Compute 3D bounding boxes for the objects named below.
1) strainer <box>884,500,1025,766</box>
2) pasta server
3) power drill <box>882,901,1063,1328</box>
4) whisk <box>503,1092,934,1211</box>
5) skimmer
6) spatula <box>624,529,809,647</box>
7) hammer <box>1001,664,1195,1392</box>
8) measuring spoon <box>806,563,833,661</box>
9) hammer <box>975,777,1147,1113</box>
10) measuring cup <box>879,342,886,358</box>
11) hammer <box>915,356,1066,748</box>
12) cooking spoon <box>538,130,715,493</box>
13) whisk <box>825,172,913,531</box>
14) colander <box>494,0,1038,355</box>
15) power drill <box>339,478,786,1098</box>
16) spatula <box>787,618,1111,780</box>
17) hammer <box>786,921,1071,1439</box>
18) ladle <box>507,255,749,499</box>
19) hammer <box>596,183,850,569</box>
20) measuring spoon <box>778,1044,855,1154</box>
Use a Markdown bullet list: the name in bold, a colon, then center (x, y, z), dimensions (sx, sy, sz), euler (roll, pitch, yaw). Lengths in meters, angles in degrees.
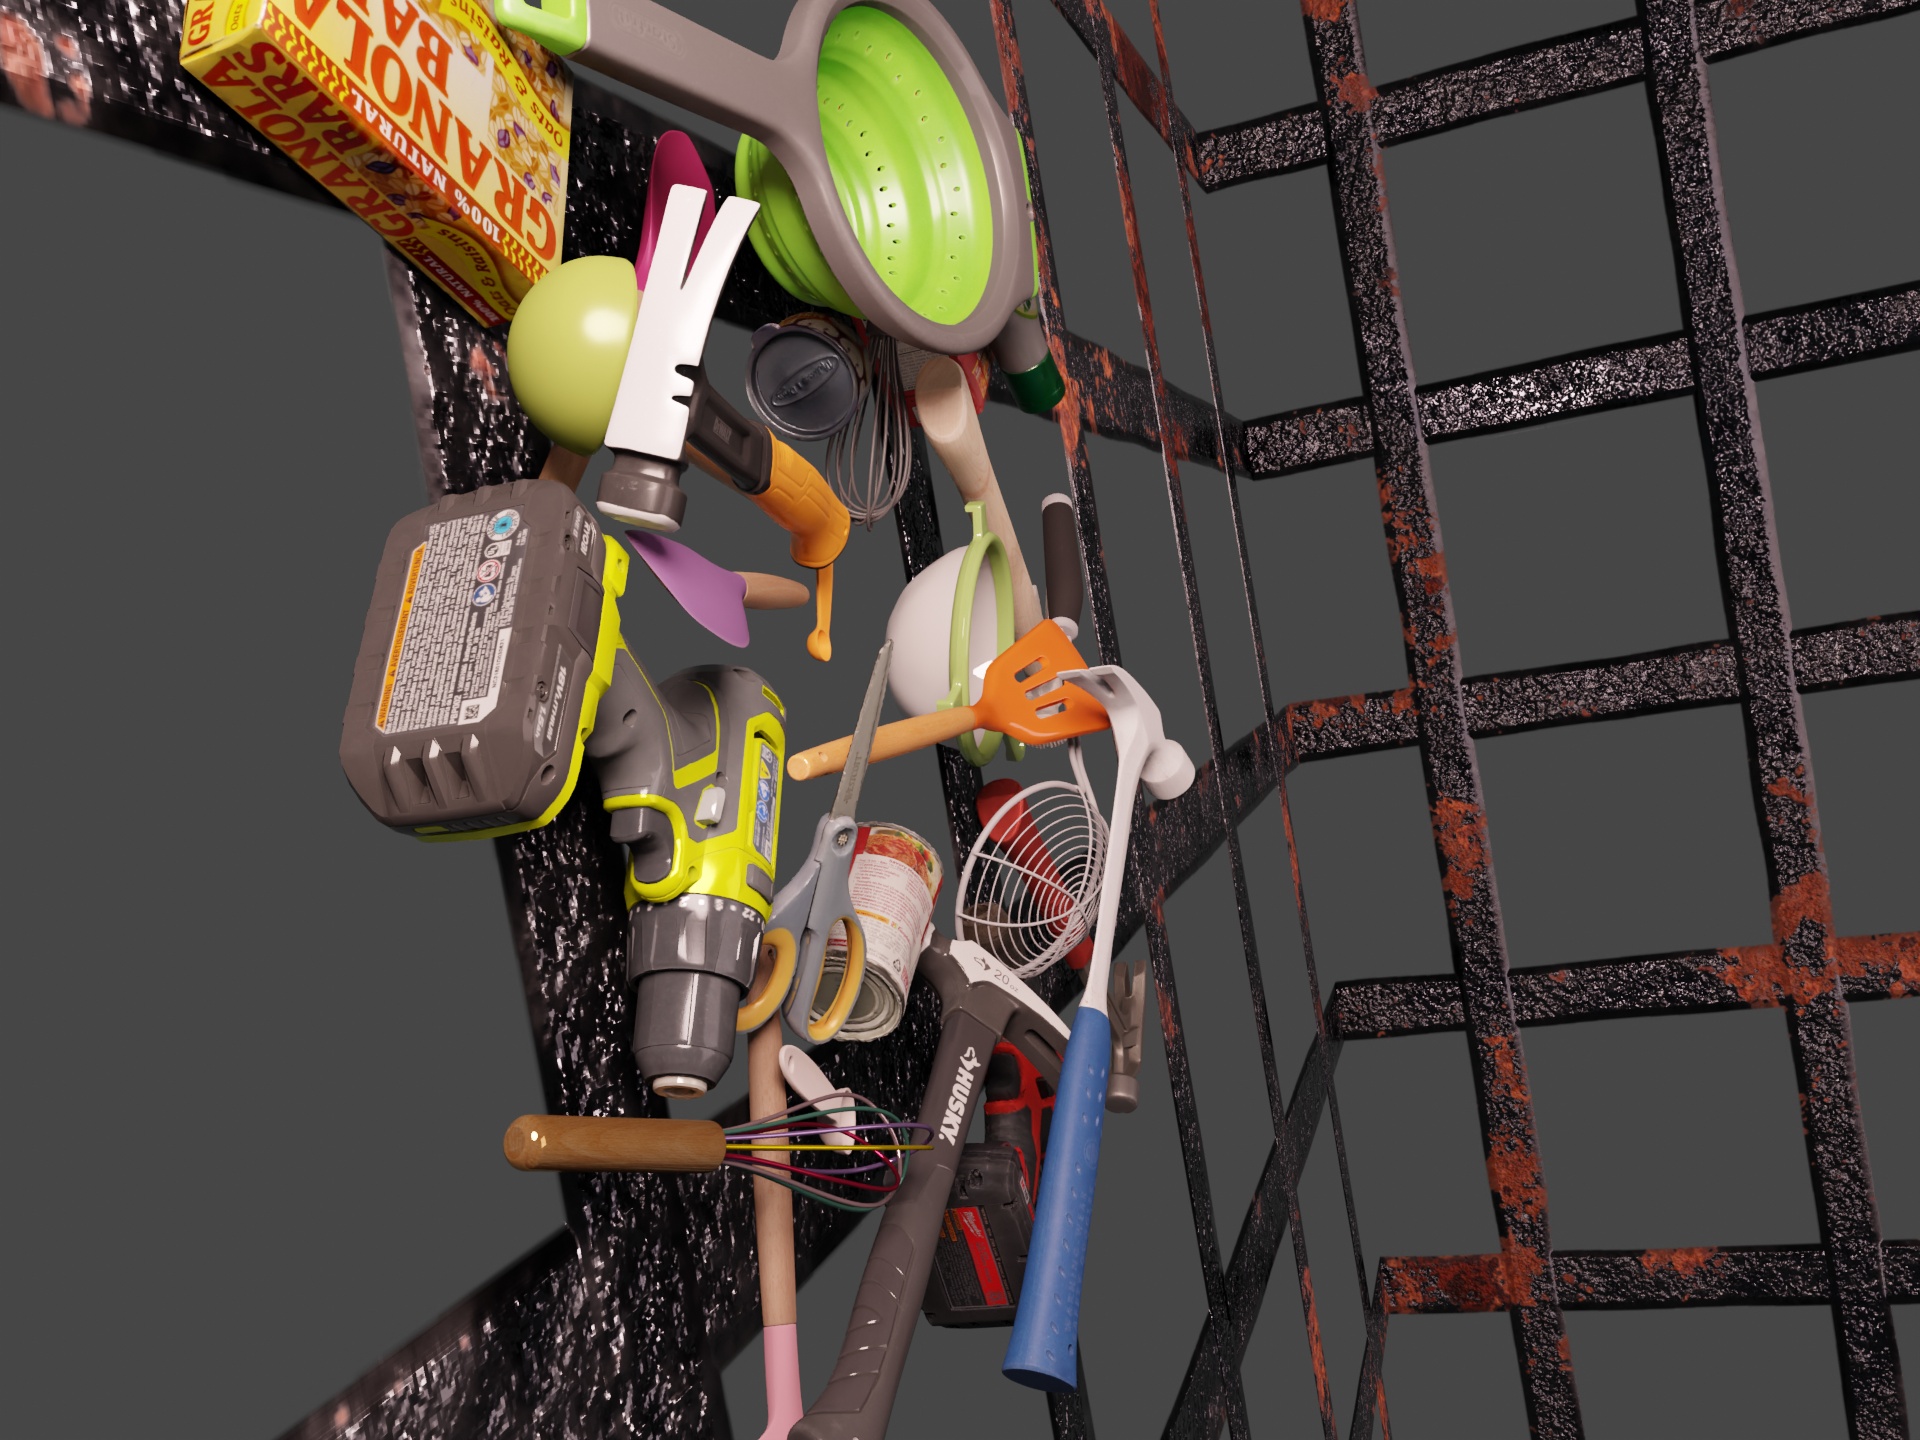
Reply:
- **strainer**: center (-0.002, -0.027, 1.071), dimensions (0.256, 0.069, 0.152), euler (67, 28, -66)
- **pasta server**: center (-0.093, 0.254, 0.743), dimensions (0.060, 0.040, 0.316), euler (40, 41, -62)
- **power drill**: center (0.020, 0.240, 0.994), dimensions (0.227, 0.080, 0.187), euler (-63, 140, -63)
- **whisk**: center (-0.096, 0.185, 0.685), dimensions (0.244, 0.047, 0.051), euler (21, 93, -51)
- **skimmer**: center (0.045, -0.005, 1.051), dimensions (0.127, 0.090, 0.364), euler (50, 30, -45)
- **spatula**: center (-0.100, -0.060, 0.745), dimensions (0.060, 0.018, 0.316), euler (51, 5, -1)
- **hammer**: center (0.071, 0.151, 0.877), dimensions (0.143, 0.035, 0.406), euler (52, 40, -44)
- **measuring spoon**: center (-0.084, -0.086, 0.940), dimensions (0.021, 0.011, 0.117), euler (51, 32, -56)
- **hammer**: center (0.089, 0.163, 1.273), dimensions (0.358, 0.037, 0.149), euler (63, 26, -42)
- **measuring cup**: center (-0.083, -0.273, 0.984), dimensions (0.167, 0.038, 0.083), euler (57, 30, -53)
- **hammer**: center (0.029, -0.129, 1.140), dimensions (0.410, 0.038, 0.146), euler (64, 22, -62)
- **cooking spoon**: center (-0.160, -0.184, 0.753), dimensions (0.068, 0.017, 0.319), euler (65, 24, -43)
- **whisk**: center (-0.045, -0.235, 0.968), dimensions (0.055, 0.055, 0.239), euler (-7, 105, -71)
- **colander**: center (-0.101, -0.290, 0.804), dimensions (0.397, 0.094, 0.204), euler (-3, 86, -57)
- **power drill**: center (-0.139, 0.032, 0.633), dimensions (0.228, 0.080, 0.191), euler (56, 30, -56)
- **spatula**: center (-0.001, -0.003, 0.877), dimensions (0.081, 0.041, 0.322), euler (60, 25, 6)
- **hammer**: center (-0.015, 0.242, 0.807), dimensions (0.146, 0.035, 0.335), euler (37, 34, -10)
- **ladle**: center (-0.121, -0.133, 0.744), dimensions (0.320, 0.062, 0.078), euler (21, 76, -77)
- **hammer**: center (-0.091, -0.125, 0.739), dimensions (0.337, 0.034, 0.127), euler (32, 72, -84)
- **measuring spoon**: center (-0.076, 0.189, 0.802), dimensions (0.124, 0.018, 0.034), euler (67, 21, -57)
